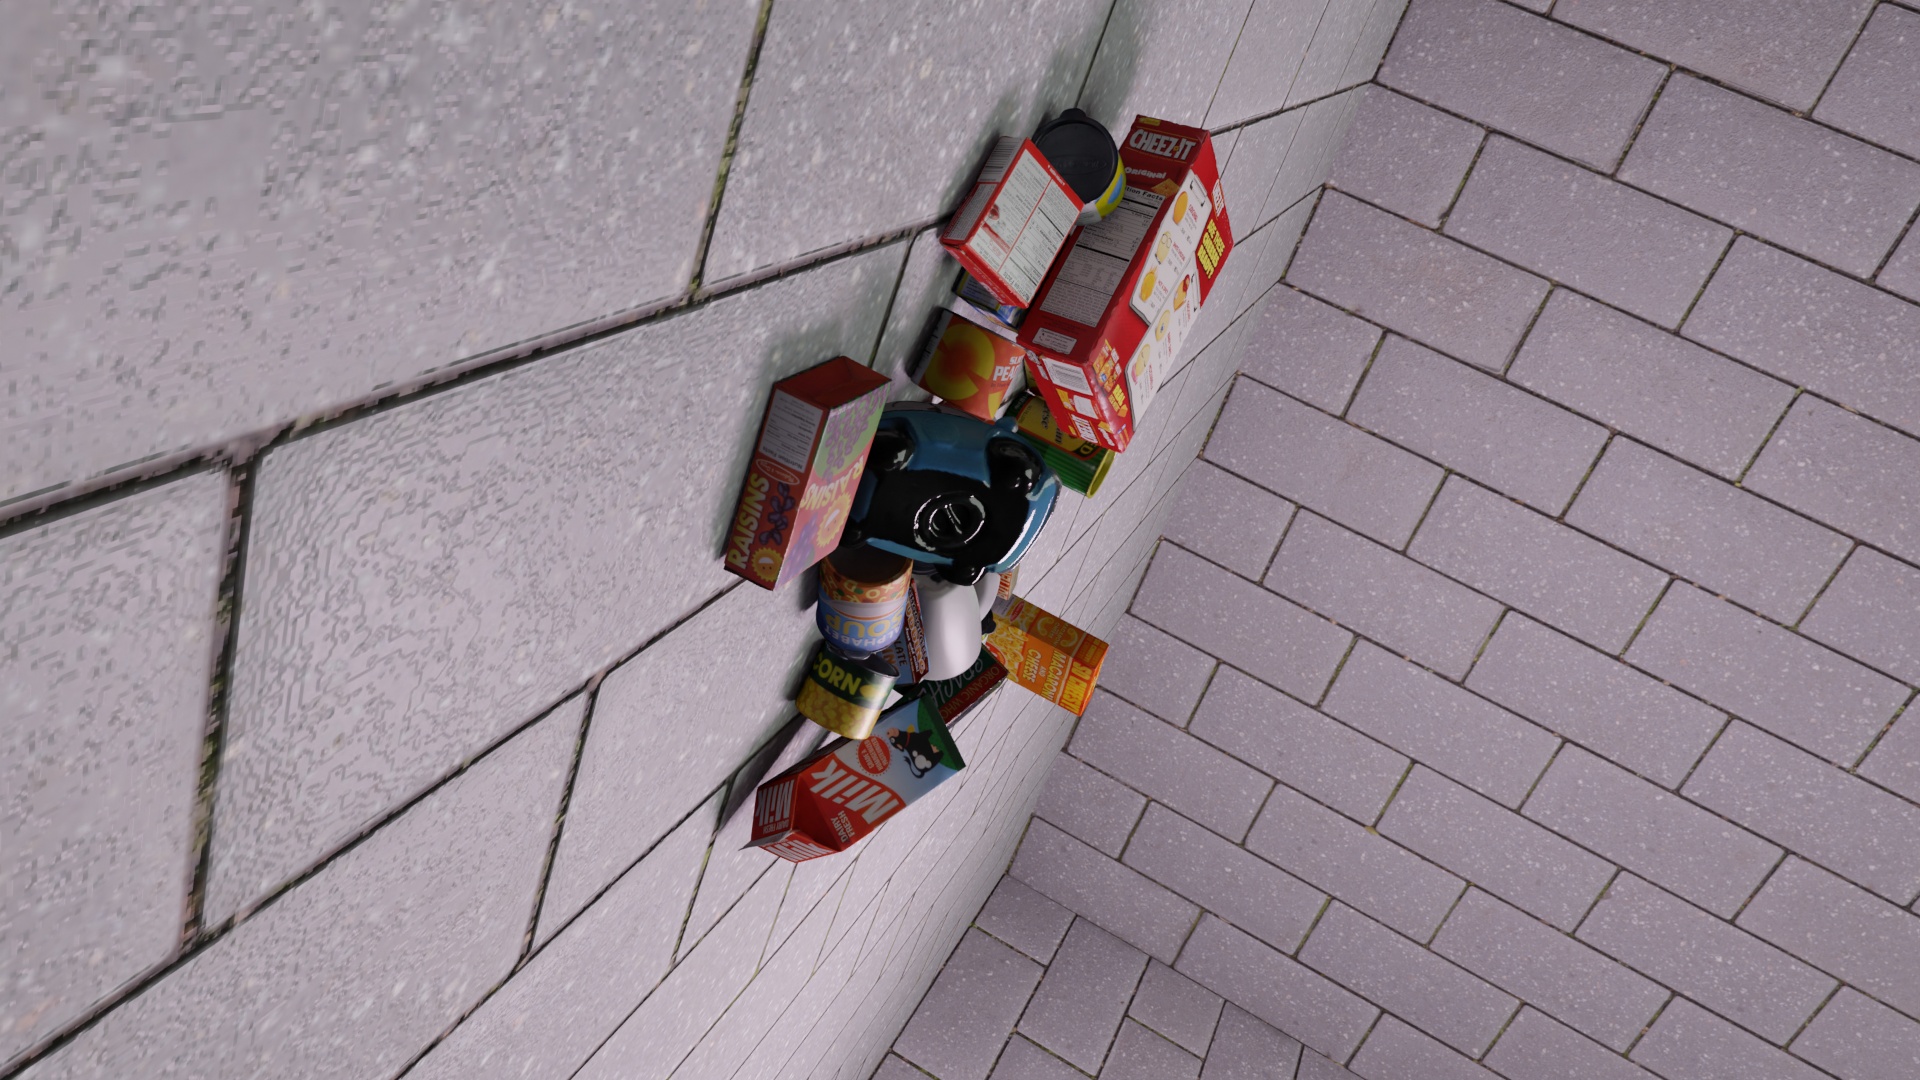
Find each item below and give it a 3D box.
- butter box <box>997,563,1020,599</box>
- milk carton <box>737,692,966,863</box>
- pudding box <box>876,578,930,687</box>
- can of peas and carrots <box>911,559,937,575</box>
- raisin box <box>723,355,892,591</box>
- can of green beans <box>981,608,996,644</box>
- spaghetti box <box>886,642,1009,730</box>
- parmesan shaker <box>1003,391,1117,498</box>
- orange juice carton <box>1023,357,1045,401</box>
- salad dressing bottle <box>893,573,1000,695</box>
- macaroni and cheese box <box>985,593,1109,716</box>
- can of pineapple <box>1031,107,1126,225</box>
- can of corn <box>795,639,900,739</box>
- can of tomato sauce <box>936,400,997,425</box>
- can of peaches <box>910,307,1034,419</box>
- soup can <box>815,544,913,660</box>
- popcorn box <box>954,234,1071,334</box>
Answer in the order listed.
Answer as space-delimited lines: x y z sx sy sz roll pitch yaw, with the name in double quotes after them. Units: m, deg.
0.035 0.021 1.441 0.024 0.053 0.103 -59 168 -27 "butter box"
-0.093 0.203 1.137 0.191 0.073 0.072 -28 180 -40 "milk carton"
-0.052 0.078 1.170 0.050 0.030 0.083 -28 109 -72 "pudding box"
-0.027 -0.015 1.087 0.059 0.071 0.070 -50 162 -48 "can of peas and carrots"
-0.091 -0.041 0.827 0.086 0.040 0.122 -41 154 -62 "raisin box"
-0.005 0.091 1.396 0.071 0.071 0.057 -51 163 -42 "can of green beans"
-0.053 0.178 1.284 0.251 0.050 0.028 -36 164 -35 "spaghetti box"
0.090 -0.090 1.314 0.071 0.103 0.071 -58 167 -22 "parmesan shaker"
0.107 -0.172 1.280 0.072 0.073 0.192 -62 168 -10 "orange juice carton"
-0.022 0.081 1.330 0.147 0.064 0.044 -54 155 -2 "salad dressing bottle"
0.076 0.118 1.547 0.040 0.166 0.123 -56 166 -30 "macaroni and cheese box"
0.085 -0.268 1.004 0.071 0.071 0.058 -64 168 5 "can of pineapple"
-0.091 0.117 1.101 0.058 0.071 0.071 -63 168 5 "can of corn"
-0.014 -0.063 1.038 0.083 0.071 0.070 -48 161 -50 "can of tomato sauce"
0.008 -0.123 0.982 0.058 0.071 0.071 -63 168 8 "can of peaches"
-0.070 0.034 1.002 0.072 0.071 0.083 -53 164 -36 "soup can"
0.043 -0.203 1.030 0.085 0.038 0.127 -65 168 5 "popcorn box"
